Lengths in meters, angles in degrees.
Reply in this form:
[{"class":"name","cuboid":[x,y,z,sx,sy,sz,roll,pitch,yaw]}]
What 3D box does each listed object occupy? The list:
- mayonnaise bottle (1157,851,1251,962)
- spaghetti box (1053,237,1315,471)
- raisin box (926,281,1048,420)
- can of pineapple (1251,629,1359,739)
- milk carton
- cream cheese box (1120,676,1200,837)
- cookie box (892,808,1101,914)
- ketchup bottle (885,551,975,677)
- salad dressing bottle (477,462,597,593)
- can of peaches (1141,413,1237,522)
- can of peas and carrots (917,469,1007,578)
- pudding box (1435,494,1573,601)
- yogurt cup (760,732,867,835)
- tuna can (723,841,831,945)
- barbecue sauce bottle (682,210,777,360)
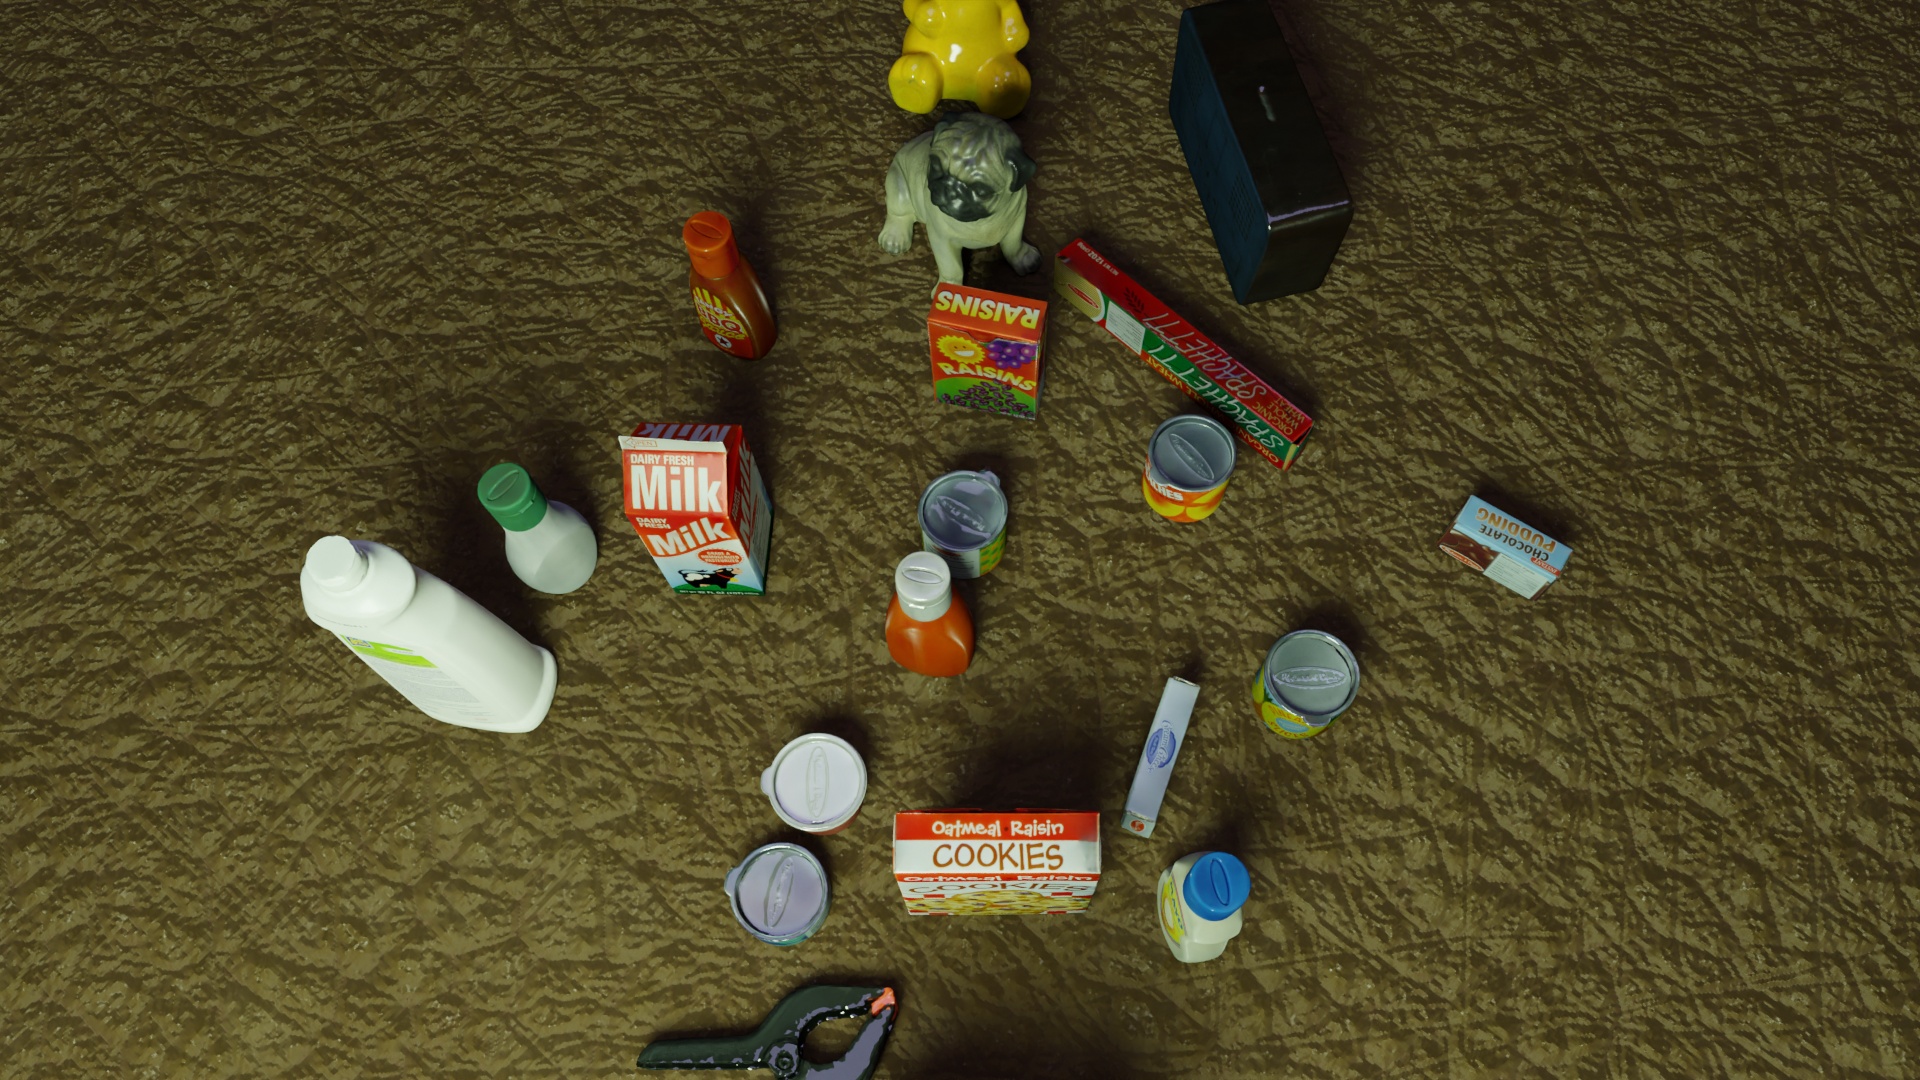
[{"class":"mayonnaise bottle","cuboid":[0.155,0.229,0.887,0.041,0.147,0.065,-10,67,-3]},{"class":"spaghetti box","cuboid":[0.174,-0.149,1.106,0.250,0.050,0.029,42,74,17]},{"class":"raisin box","cuboid":[0.021,-0.143,1.067,0.086,0.123,0.040,13,68,7]},{"class":"can of pineapple","cuboid":[0.244,0.105,0.988,0.071,0.057,0.071,0,67,1]},{"class":"milk carton","cuboid":[-0.185,-0.028,0.984,0.072,0.189,0.074,2,67,3]},{"class":"cream cheese box","cuboid":[0.139,0.152,0.973,0.024,0.053,0.104,19,68,9]},{"class":"cookie box","cuboid":[0.023,0.208,0.889,0.123,0.166,0.040,-1,67,1]},{"class":"ketchup bottle","cuboid":[-0.023,0.053,0.968,0.065,0.148,0.044,11,68,6]},{"class":"salad dressing bottle","cuboid":[-0.305,-0.008,1.002,0.044,0.147,0.064,37,73,16]},{"class":"can of peaches","cuboid":[0.171,-0.053,1.059,0.071,0.058,0.071,0,67,1]},{"class":"can of peas and carrots","cuboid":[0.004,-0.013,1.045,0.071,0.058,0.071,0,67,1]},{"class":"pudding box","cuboid":[0.403,0.006,1.033,0.084,0.049,0.030,31,71,14]},{"class":"yogurt cup","cuboid":[-0.097,0.174,0.968,0.072,0.053,0.072,0,66,1]},{"class":"tuna can","cuboid":[-0.124,0.242,0.950,0.071,0.032,0.071,0,66,1]},{"class":"barbecue sauce bottle","cuboid":[-0.183,-0.199,1.082,0.065,0.148,0.044,28,70,12]}]
